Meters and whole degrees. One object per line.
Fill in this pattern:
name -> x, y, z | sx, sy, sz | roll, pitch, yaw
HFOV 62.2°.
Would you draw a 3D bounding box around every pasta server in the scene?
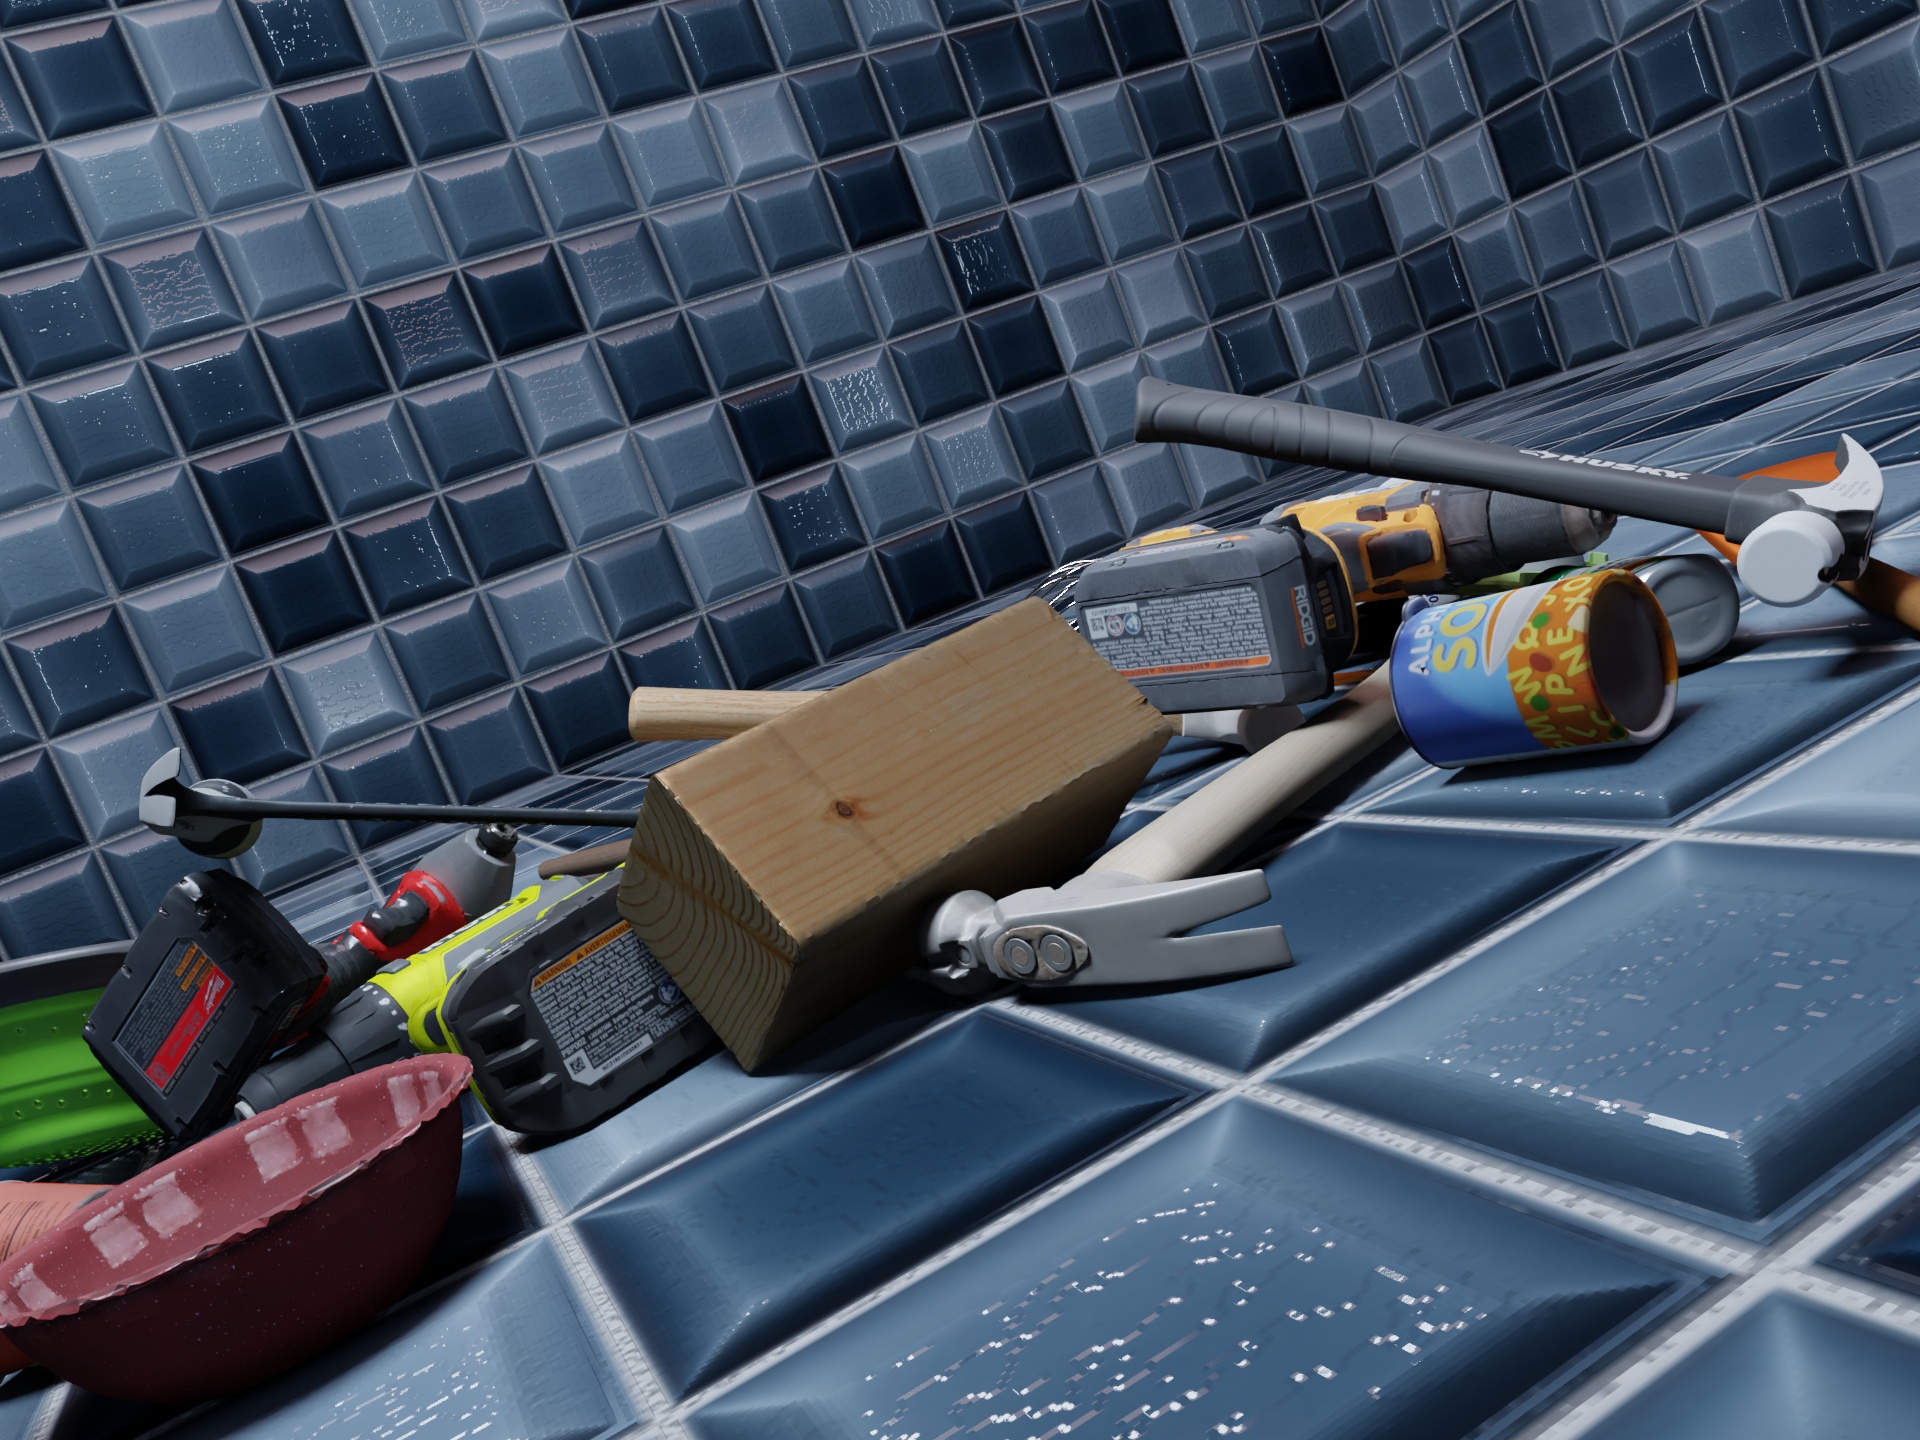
pasta server -> -0.151, 0.061, 0.934 | 0.316, 0.040, 0.060 | -14, -6, 39

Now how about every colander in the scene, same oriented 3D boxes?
colander -> -0.418, 0.183, 0.924 | 0.397, 0.094, 0.204 | -3, -17, -46

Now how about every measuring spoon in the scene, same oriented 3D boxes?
measuring spoon -> 0.189, -0.017, 0.808 | 0.021, 0.011, 0.117 | 7, 10, 40

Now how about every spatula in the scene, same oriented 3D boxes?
spatula -> 0.370, -0.069, 0.661 | 0.081, 0.041, 0.322 | -18, 9, 18

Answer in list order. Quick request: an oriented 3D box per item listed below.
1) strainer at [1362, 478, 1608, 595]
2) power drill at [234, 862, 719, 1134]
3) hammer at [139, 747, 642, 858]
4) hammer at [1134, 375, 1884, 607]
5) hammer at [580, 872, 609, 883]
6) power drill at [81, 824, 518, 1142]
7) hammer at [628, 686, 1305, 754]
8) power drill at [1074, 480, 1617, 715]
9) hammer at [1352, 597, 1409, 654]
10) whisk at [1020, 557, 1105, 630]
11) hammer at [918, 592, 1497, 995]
strainer -> 0.243, -0.118, 0.938 | 0.256, 0.069, 0.151 | 9, 14, 34
power drill -> -0.206, 0.128, 0.707 | 0.190, 0.080, 0.228 | -32, 10, -38
hammer -> -0.148, 0.042, 0.713 | 0.409, 0.036, 0.149 | 2, -9, -11
hammer -> 0.220, -0.116, 0.698 | 0.335, 0.035, 0.146 | 18, 30, 36
hammer -> -0.163, 0.103, 0.932 | 0.127, 0.034, 0.337 | -23, 7, -20
power drill -> -0.319, 0.120, 0.822 | 0.143, 0.078, 0.219 | -52, -11, 15
hammer -> -0.001, -0.003, 0.820 | 0.331, 0.031, 0.130 | 0, 5, -5
power drill -> 0.187, -0.071, 0.757 | 0.185, 0.084, 0.226 | -5, 14, 45
hammer -> 0.105, -0.014, 1.022 | 0.386, 0.038, 0.143 | -16, 10, 37
whisk -> -0.008, -0.003, 0.916 | 0.284, 0.070, 0.070 | -34, 4, 11
hammer -> 0.162, 0.011, 0.678 | 0.146, 0.038, 0.410 | -13, 11, 43
